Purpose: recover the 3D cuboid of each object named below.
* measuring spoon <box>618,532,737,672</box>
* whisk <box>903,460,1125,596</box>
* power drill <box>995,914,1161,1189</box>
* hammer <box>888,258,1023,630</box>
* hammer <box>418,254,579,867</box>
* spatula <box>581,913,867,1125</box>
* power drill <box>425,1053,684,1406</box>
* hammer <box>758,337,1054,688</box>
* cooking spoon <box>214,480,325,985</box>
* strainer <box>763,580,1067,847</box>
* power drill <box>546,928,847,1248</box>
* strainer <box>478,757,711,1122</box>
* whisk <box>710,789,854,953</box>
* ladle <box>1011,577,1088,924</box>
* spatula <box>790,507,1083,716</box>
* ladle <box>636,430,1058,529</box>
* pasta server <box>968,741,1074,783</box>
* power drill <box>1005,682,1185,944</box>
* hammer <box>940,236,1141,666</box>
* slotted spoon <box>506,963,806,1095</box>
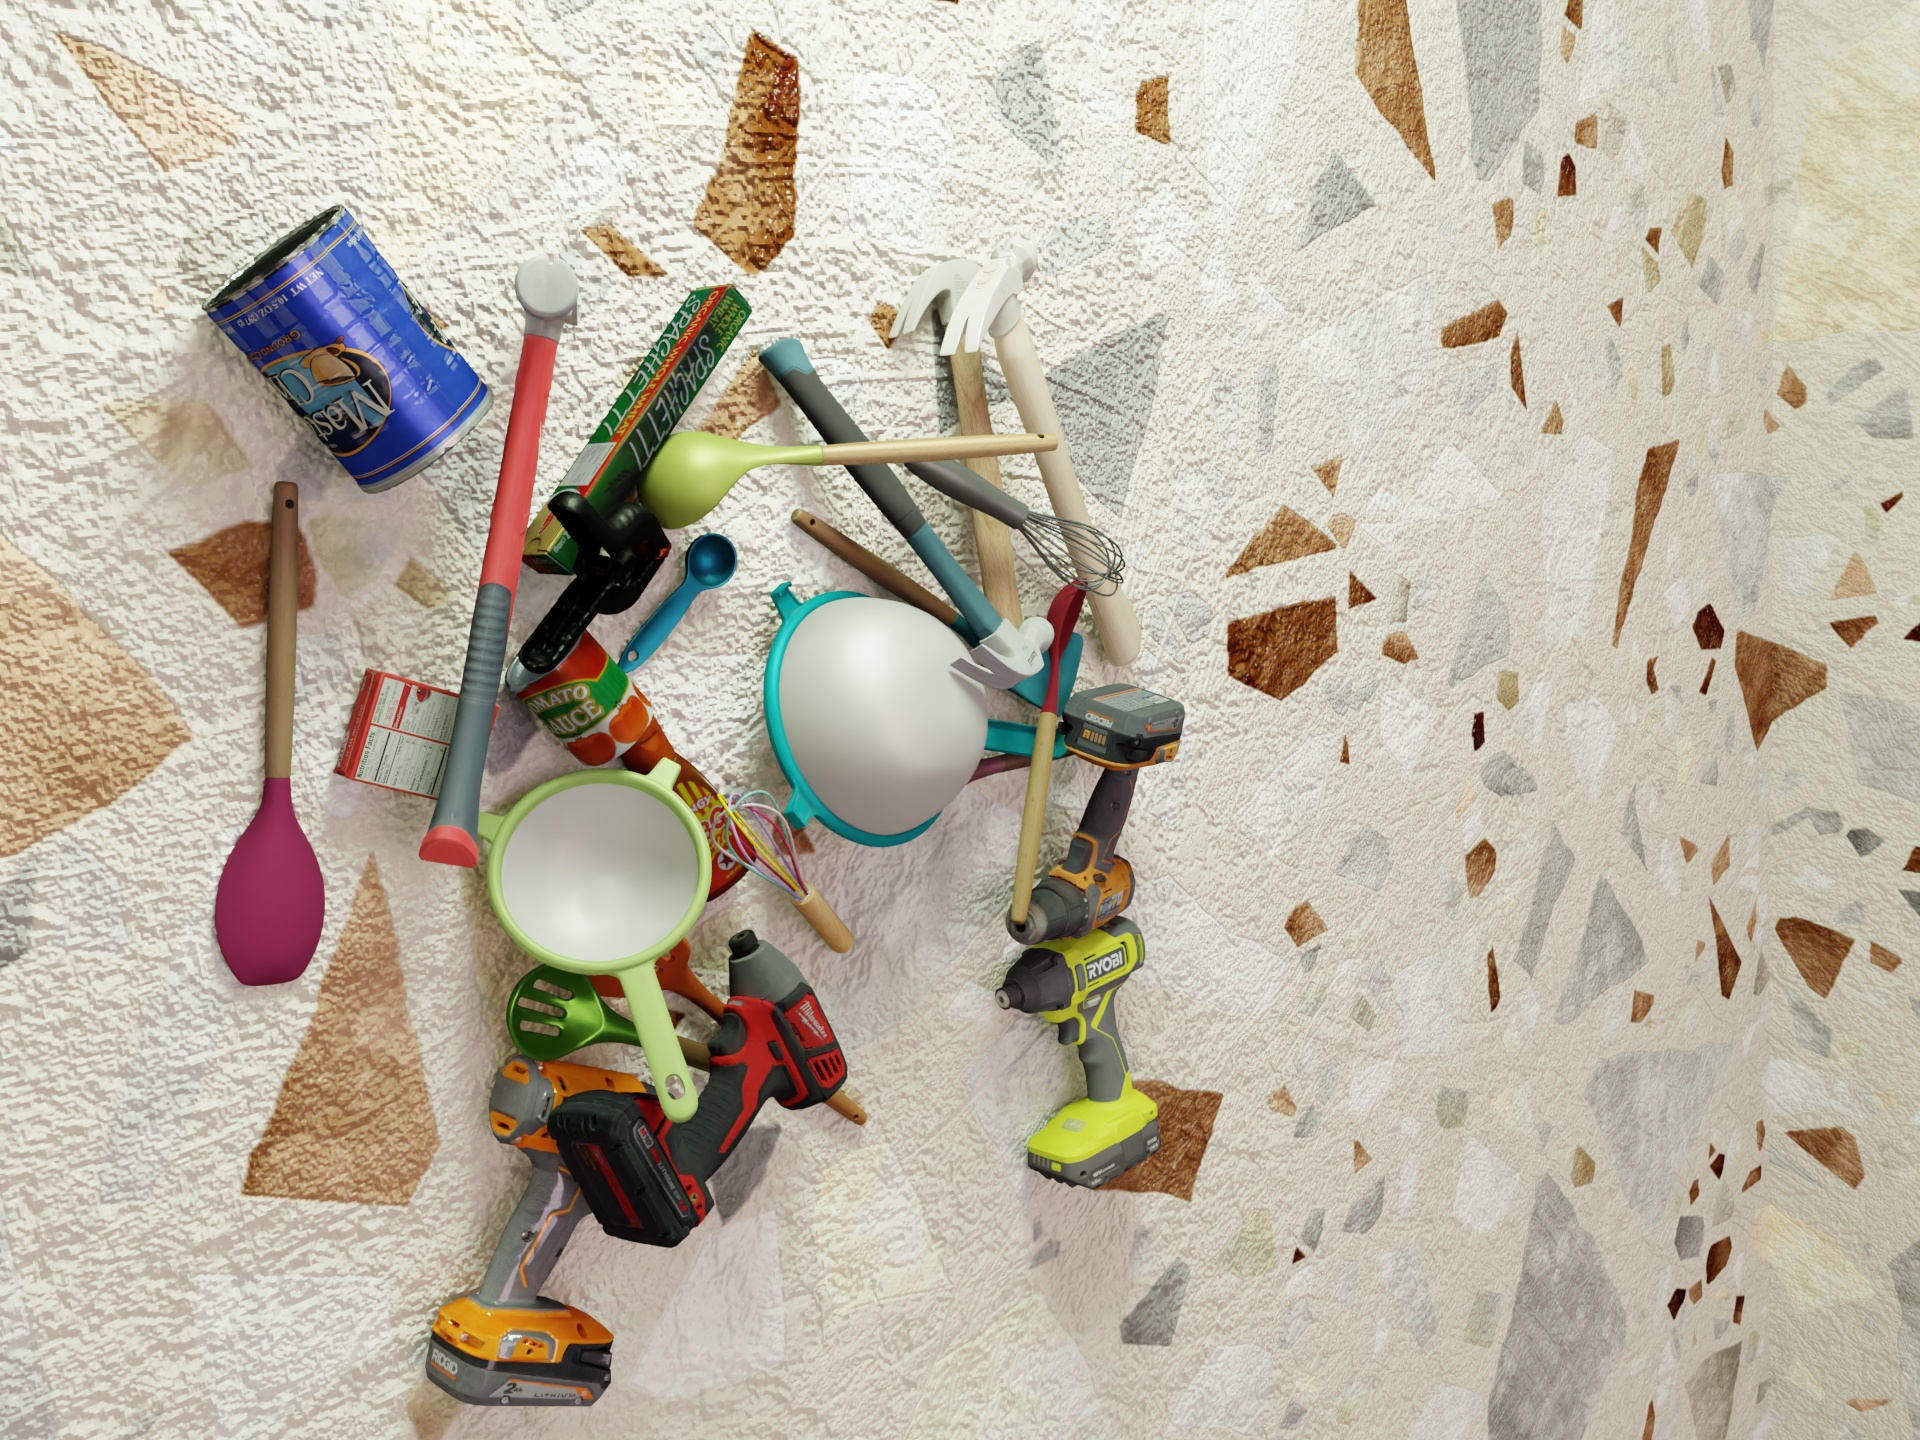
[{"bbox_3d":[-0.216,-0.088,1.187,0.128,0.021,0.042,-53,127,-13],"label":"measuring spoon"},{"bbox_3d":[0.047,-0.165,1.304,0.238,0.055,0.055,26,78,-31],"label":"whisk"},{"bbox_3d":[0.109,0.312,1.488,0.171,0.080,0.223,-17,102,-41],"label":"power drill"},{"bbox_3d":[0.015,-0.221,1.343,0.130,0.031,0.331,-12,95,-38],"label":"hammer"},{"bbox_3d":[-0.299,-0.098,1.038,0.038,0.143,0.386,10,92,-13],"label":"hammer"},{"bbox_3d":[-0.168,0.250,1.249,0.081,0.041,0.322,-44,127,-1],"label":"spatula"},{"bbox_3d":[-0.277,0.363,1.139,0.164,0.084,0.226,23,76,-42],"label":"power drill"},{"bbox_3d":[-0.043,-0.161,1.252,0.331,0.033,0.128,52,30,-12],"label":"hammer"},{"bbox_3d":[-0.428,0.010,0.999,0.068,0.017,0.319,-1,96,-43],"label":"cooking spoon"},{"bbox_3d":[-0.002,-0.004,1.297,0.340,0.095,0.211,9,70,-45],"label":"strainer"},{"bbox_3d":[-0.180,0.258,1.142,0.220,0.078,0.143,-40,113,-45],"label":"power drill"},{"bbox_3d":[-0.232,0.159,1.100,0.151,0.069,0.256,-17,70,-19],"label":"strainer"},{"bbox_3d":[-0.132,0.120,1.226,0.051,0.047,0.244,-61,150,-21],"label":"whisk"},{"bbox_3d":[0.072,0.020,1.342,0.069,0.031,0.316,80,19,-66],"label":"ladle"},{"bbox_3d":[-0.018,-0.100,1.343,0.317,0.044,0.082,31,70,-39],"label":"spatula"},{"bbox_3d":[-0.079,-0.188,1.183,0.320,0.078,0.062,-7,137,-18],"label":"ladle"},{"bbox_3d":[0.046,0.034,1.431,0.316,0.040,0.060,-12,103,-45],"label":"pasta server"},{"bbox_3d":[0.113,0.090,1.413,0.185,0.084,0.226,-13,120,-58],"label":"power drill"},{"bbox_3d":[0.084,-0.198,1.374,0.410,0.038,0.146,65,37,-39],"label":"hammer"},{"bbox_3d":[-0.213,0.246,1.186,0.313,0.031,0.070,32,69,-43],"label":"slotted spoon"}]
